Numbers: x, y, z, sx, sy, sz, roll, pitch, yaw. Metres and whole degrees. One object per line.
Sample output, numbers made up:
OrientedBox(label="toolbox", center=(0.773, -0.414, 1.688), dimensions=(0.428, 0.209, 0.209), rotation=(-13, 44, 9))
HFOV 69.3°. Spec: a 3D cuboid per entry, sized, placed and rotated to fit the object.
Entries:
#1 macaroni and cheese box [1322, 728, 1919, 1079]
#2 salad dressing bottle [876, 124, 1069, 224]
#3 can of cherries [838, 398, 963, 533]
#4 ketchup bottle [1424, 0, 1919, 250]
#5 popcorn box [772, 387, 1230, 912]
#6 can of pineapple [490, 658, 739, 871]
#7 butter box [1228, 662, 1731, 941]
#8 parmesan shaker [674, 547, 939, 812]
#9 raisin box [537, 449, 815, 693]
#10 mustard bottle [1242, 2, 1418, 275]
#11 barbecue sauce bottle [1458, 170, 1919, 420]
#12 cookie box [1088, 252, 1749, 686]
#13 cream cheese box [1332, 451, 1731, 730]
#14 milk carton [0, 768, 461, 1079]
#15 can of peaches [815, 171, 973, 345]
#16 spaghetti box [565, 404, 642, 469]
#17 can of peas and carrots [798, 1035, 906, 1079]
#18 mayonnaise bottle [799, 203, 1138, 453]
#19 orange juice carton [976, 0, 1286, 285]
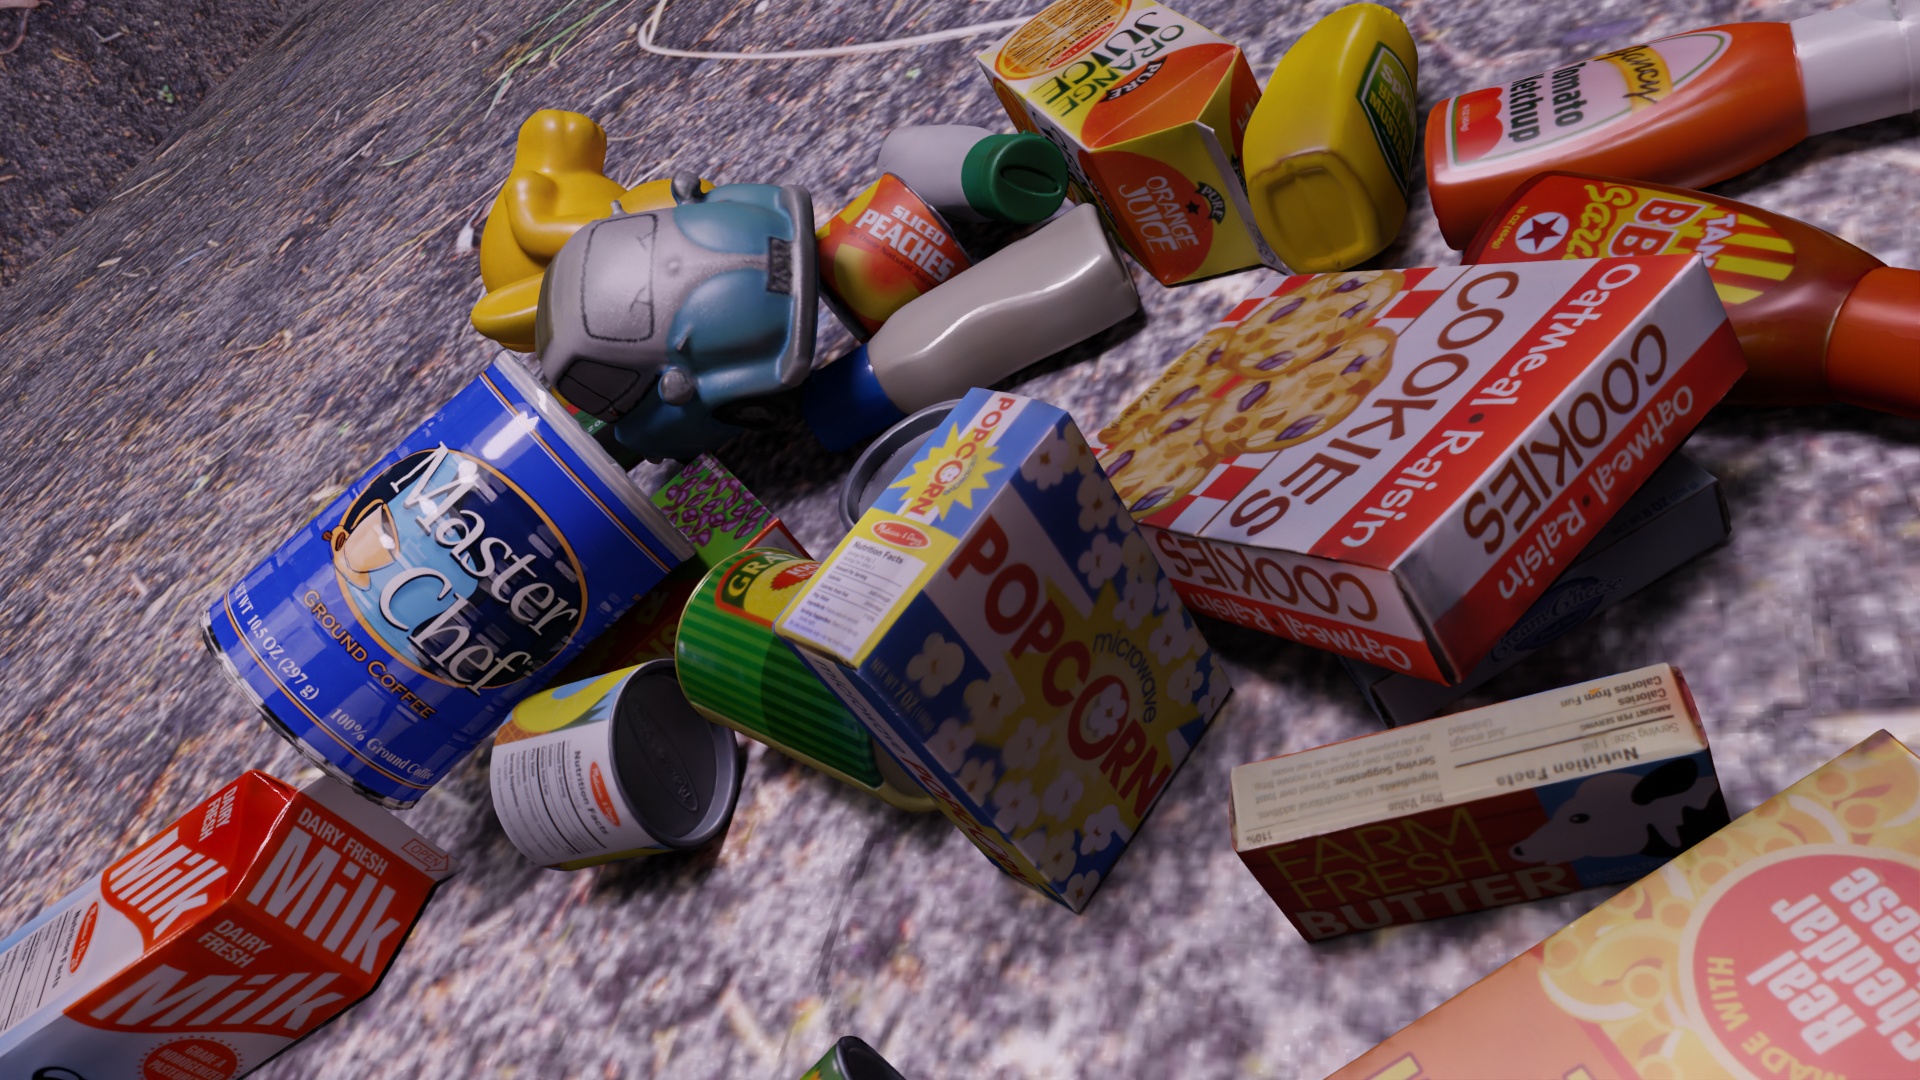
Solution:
OrientedBox(label="macaroni and cheese box", center=(0.142, 0.127, 0.246), dimensions=(0.166, 0.040, 0.124), rotation=(-34, 37, 4))
OrientedBox(label="salad dressing bottle", center=(0.004, -0.168, 0.640), dimensions=(0.148, 0.064, 0.044), rotation=(-142, 66, -65))
OrientedBox(label="can of cherries", center=(0.002, -0.006, 0.488), dimensions=(0.071, 0.058, 0.072), rotation=(-22, 38, 19))
OrientedBox(label="ketchup bottle", center=(0.233, -0.139, 0.456), dimensions=(0.148, 0.043, 0.065), rotation=(-9, 42, 31))
OrientedBox(label="popcorn box", center=(0.017, 0.032, 0.377), dimensions=(0.038, 0.126, 0.085), rotation=(18, 63, 45))
OrientedBox(label="can of pineapple", center=(-0.120, 0.079, 0.490), dimensions=(0.058, 0.070, 0.071), rotation=(-16, 42, 26))
OrientedBox(label="butter box", center=(0.119, 0.063, 0.323), dimensions=(0.103, 0.053, 0.024), rotation=(-19, 43, 24))
OrientedBox(label="parmesan shaker", center=(-0.037, 0.043, 0.463), dimensions=(0.103, 0.071, 0.071), rotation=(13, 59, 45))
OrientedBox(label="raisin box", center=(-0.125, 0.028, 0.570), dimensions=(0.123, 0.040, 0.086), rotation=(-43, 38, -7))
OrientedBox(label="mustard bottle", center=(0.150, -0.170, 0.541), dimensions=(0.048, 0.065, 0.161), rotation=(-12, 39, 36))
OrientedBox(label="barbecue sauce bottle", center=(0.215, -0.065, 0.390), dimensions=(0.065, 0.043, 0.149), rotation=(-52, 39, -5))
OrientedBox(label="cookie box", center=(0.112, -0.028, 0.402), dimensions=(0.123, 0.040, 0.167), rotation=(-42, 23, -16))
OrientedBox(label="cream cheese box", center=(0.149, 0.005, 0.385), dimensions=(0.104, 0.024, 0.053), rotation=(-33, 36, 6))
OrientedBox(label="milk carton", center=(-0.293, 0.159, 0.538), dimensions=(0.190, 0.072, 0.074), rotation=(-34, 37, 5))
OrientedBox(label="can of peaches", center=(-0.035, -0.125, 0.635), dimensions=(0.058, 0.071, 0.071), rotation=(-41, 37, -4))
OrientedBox(label="spaghetti box", center=(-0.223, -0.027, 0.715), dimensions=(0.250, 0.028, 0.050), rotation=(-37, 36, 0))
OrientedBox(label="can of peas and carrots", center=(-0.028, 0.161, 0.322), dimensions=(0.059, 0.070, 0.071), rotation=(-43, 37, -6))
OrientedBox(label="mayonnaise bottle", center=(0.001, -0.086, 0.589), dimensions=(0.148, 0.041, 0.065), rotation=(-27, 33, 15))
OrientedBox(label="orange juice carton", center=(0.080, -0.175, 0.594), dimensions=(0.073, 0.071, 0.193), rotation=(-35, 37, 4))
